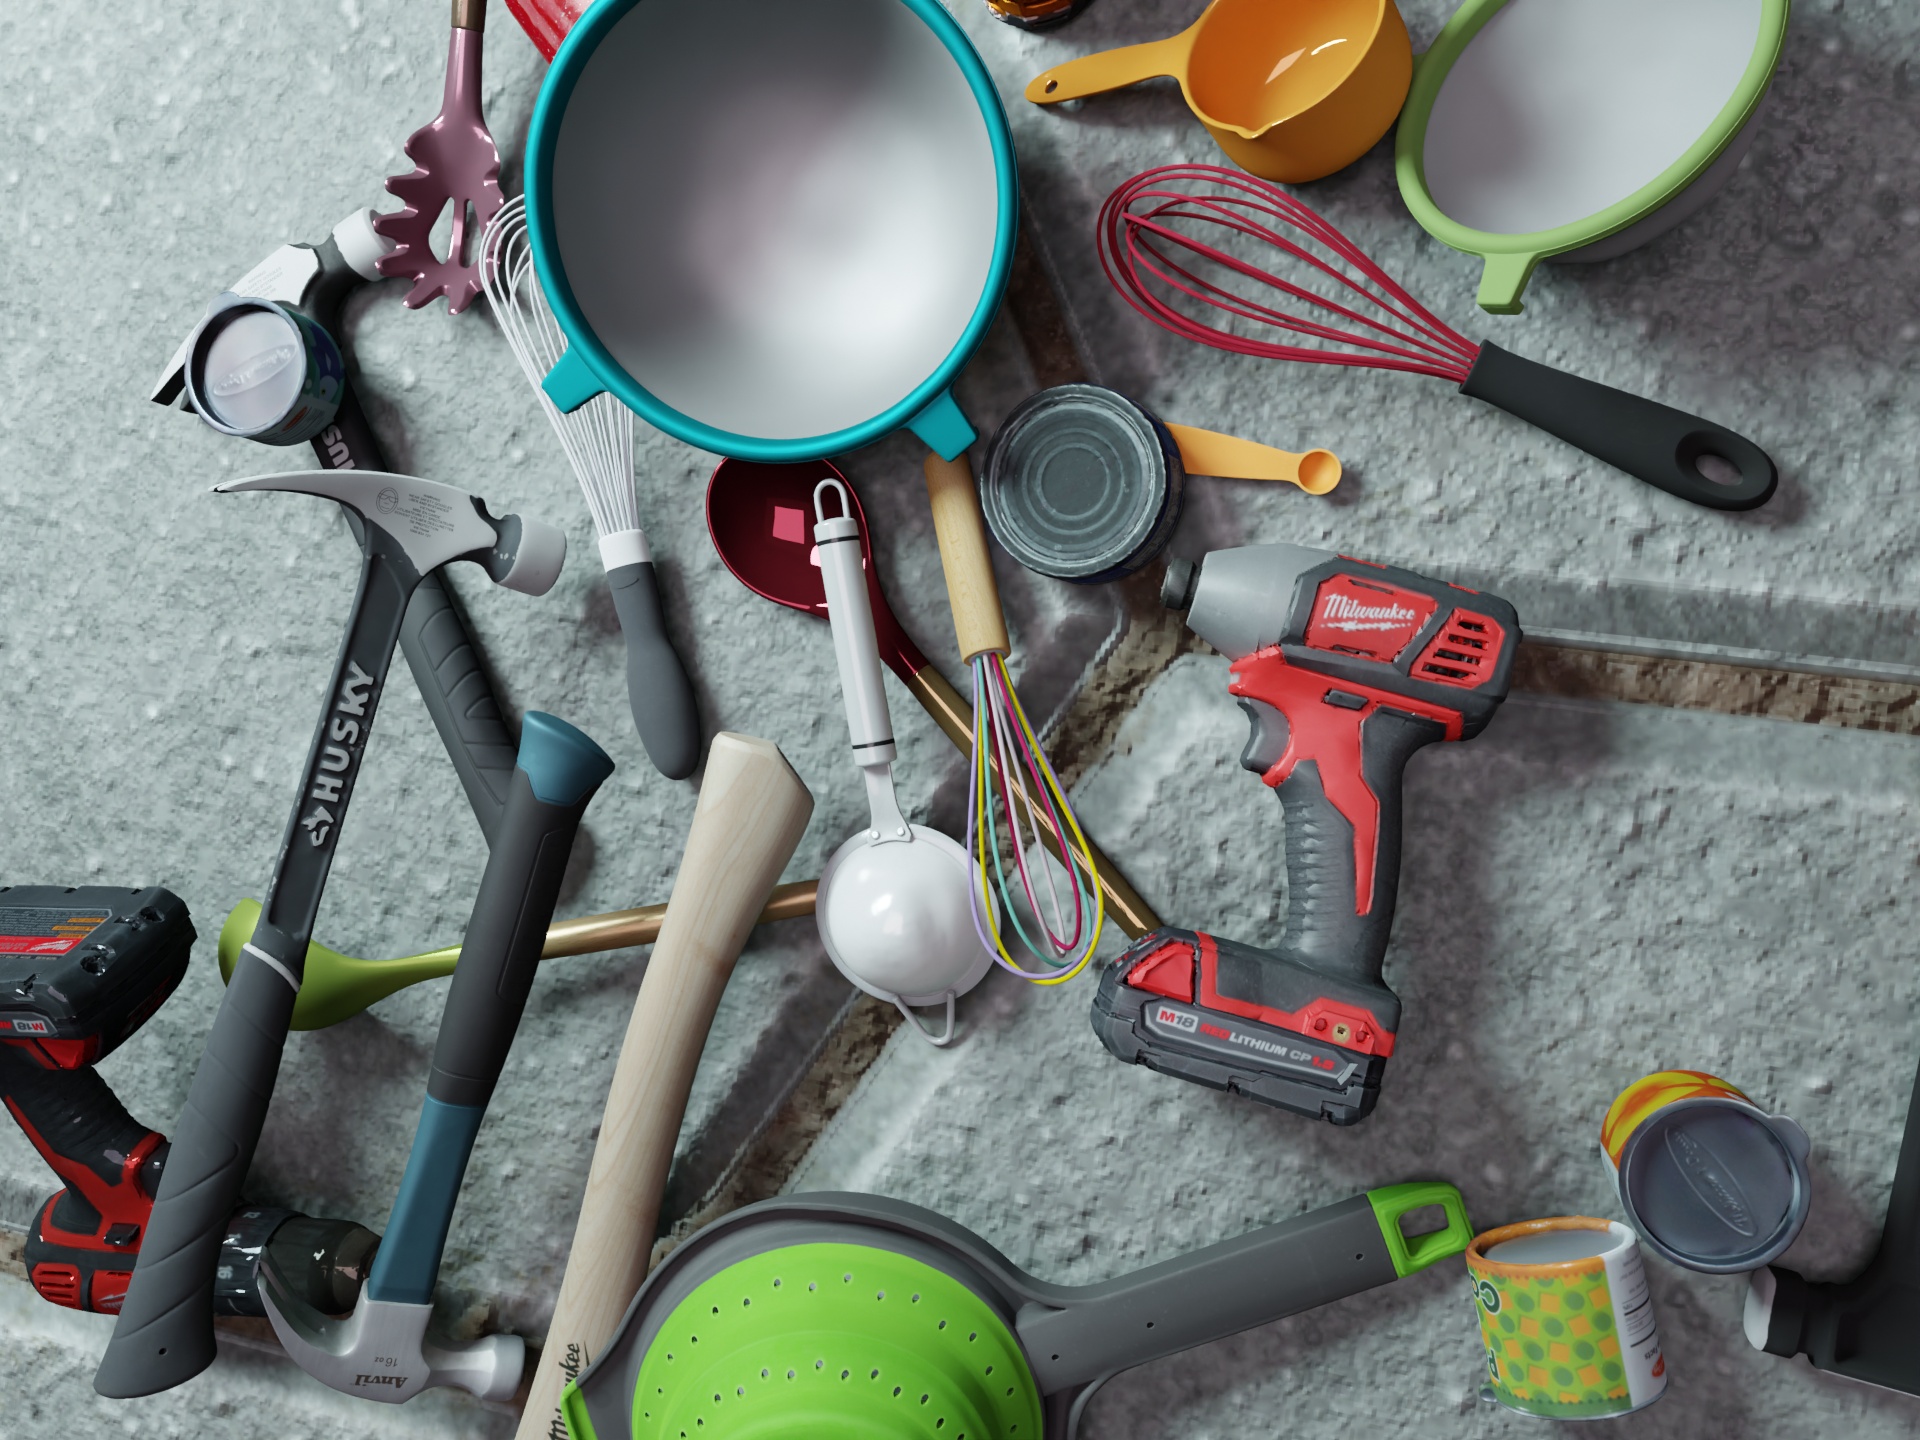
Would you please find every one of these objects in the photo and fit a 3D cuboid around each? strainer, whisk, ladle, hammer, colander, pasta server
[{"bbox_3d":[0.292,-0.260,0.597,0.256,0.069,0.152,-32,51,29],"label":"strainer"},{"bbox_3d":[0.020,-0.008,0.681,0.047,0.051,0.245,-38,58,53],"label":"whisk"},{"bbox_3d":[-0.001,-0.002,0.713,0.069,0.031,0.315,-43,81,8],"label":"ladle"},{"bbox_3d":[-0.038,0.022,0.696,0.087,0.050,0.258,-9,92,18],"label":"strainer"},{"bbox_3d":[0.398,0.092,0.605,0.127,0.034,0.337,11,91,15],"label":"hammer"},{"bbox_3d":[-0.199,0.095,0.753,0.320,0.078,0.062,-10,48,6],"label":"ladle"},{"bbox_3d":[0.023,0.278,0.642,0.397,0.094,0.204,-20,100,5],"label":"colander"},{"bbox_3d":[-0.156,0.203,0.708,0.146,0.038,0.410,15,94,-12],"label":"hammer"},{"bbox_3d":[-0.229,-0.351,0.740,0.060,0.040,0.316,9,105,-4],"label":"pasta server"},{"bbox_3d":[-0.067,-0.284,0.676,0.211,0.095,0.340,8,106,8],"label":"strainer"},{"bbox_3d":[0.192,-0.154,0.653,0.296,0.073,0.073,25,95,7],"label":"whisk"},{"bbox_3d":[-0.220,0.155,0.712,0.128,0.033,0.331,15,100,-25],"label":"hammer"},{"bbox_3d":[-0.166,-0.110,0.745,0.070,0.070,0.284,-14,90,14],"label":"whisk"},{"bbox_3d":[-0.280,-0.074,0.781,0.146,0.035,0.335,-28,83,12],"label":"hammer"},{"bbox_3d":[-0.296,0.087,0.687,0.036,0.149,0.409,9,82,54],"label":"hammer"}]

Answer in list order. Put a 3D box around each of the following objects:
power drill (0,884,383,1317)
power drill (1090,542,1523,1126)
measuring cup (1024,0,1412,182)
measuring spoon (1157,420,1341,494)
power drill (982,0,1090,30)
[{"bbox_3d":[-0.376,0.192,0.744,0.188,0.080,0.226,-1,117,15],"label":"power drill"},{"bbox_3d":[0.130,0.038,0.646,0.143,0.078,0.220,16,88,5],"label":"power drill"},{"bbox_3d":[0.109,-0.271,0.683,0.174,0.052,0.095,6,75,39],"label":"measuring cup"},{"bbox_3d":[0.109,-0.117,0.697,0.117,0.011,0.021,13,96,18],"label":"measuring spoon"},{"bbox_3d":[0.099,-0.359,0.625,0.226,0.164,0.084,-12,86,12],"label":"power drill"}]
